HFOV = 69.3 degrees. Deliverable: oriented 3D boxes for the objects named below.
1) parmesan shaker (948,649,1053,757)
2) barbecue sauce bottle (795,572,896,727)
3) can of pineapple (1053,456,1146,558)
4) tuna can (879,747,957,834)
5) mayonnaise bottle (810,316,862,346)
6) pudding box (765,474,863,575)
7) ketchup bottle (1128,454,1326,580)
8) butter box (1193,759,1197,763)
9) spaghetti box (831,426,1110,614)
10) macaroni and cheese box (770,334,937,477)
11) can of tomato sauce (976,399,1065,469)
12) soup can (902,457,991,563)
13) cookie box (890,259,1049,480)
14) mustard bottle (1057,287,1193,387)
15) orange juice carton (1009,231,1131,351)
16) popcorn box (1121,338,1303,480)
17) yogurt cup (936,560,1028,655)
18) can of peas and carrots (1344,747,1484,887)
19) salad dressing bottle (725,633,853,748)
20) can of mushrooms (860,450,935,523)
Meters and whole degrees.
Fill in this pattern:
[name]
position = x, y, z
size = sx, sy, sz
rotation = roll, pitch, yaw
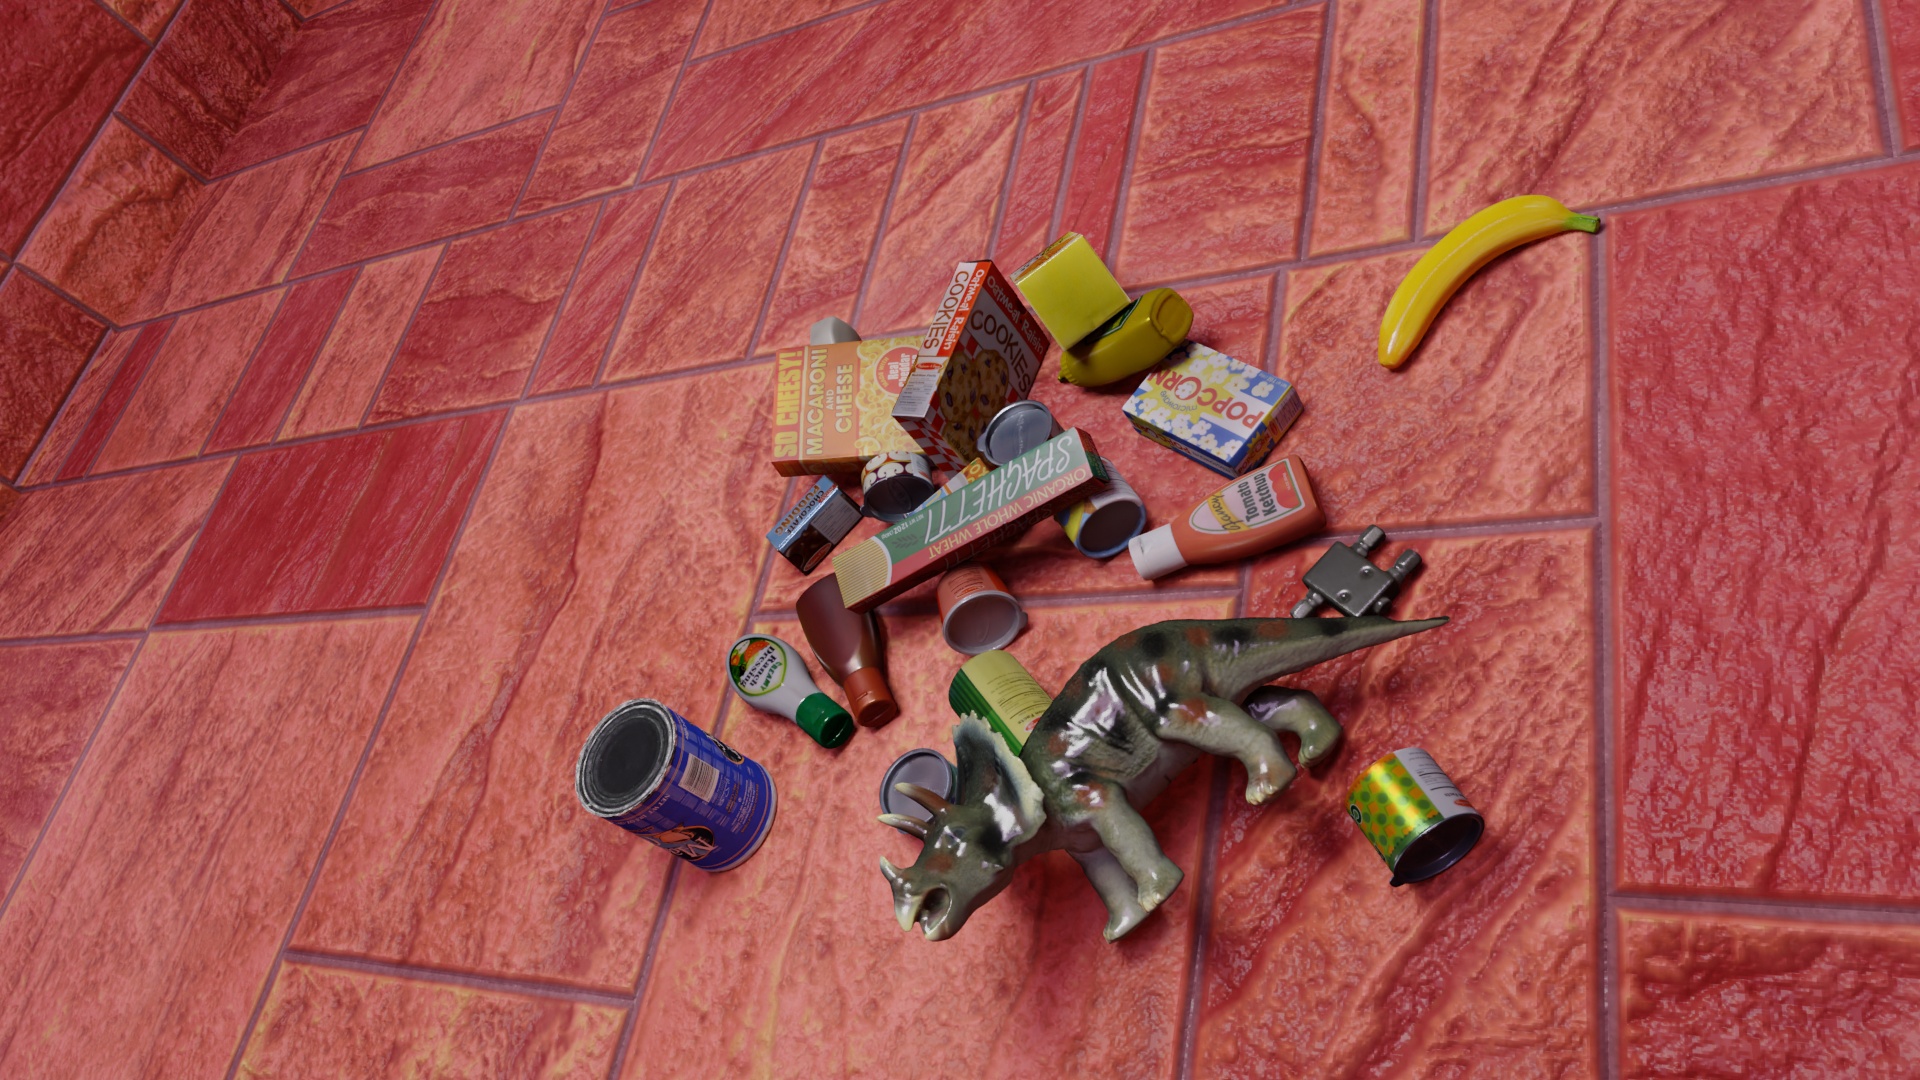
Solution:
[parmesan shaker]
position = 0.045, 0.140, 1.075
size = 0.071, 0.071, 0.103
rotation = -44, 46, 1
[barbecue sauce bottle]
position = -0.096, 0.096, 1.211
size = 0.065, 0.043, 0.149
rotation = -35, 48, 9
[can of pineapple]
position = 0.111, -0.026, 1.143
size = 0.071, 0.071, 0.058
rotation = -38, 47, 6
[tuna can]
position = -0.029, 0.203, 1.100
size = 0.071, 0.032, 0.071
rotation = -17, 52, 24
[mayonnaise bottle]
position = -0.123, -0.149, 1.385
size = 0.041, 0.064, 0.149
rotation = -18, 55, 25
[pudding box]
position = -0.137, -0.015, 1.309
size = 0.084, 0.049, 0.030
rotation = -47, 45, -2
[ketchup bottle]
position = 0.206, -0.011, 1.085
size = 0.148, 0.043, 0.065
rotation = -24, 50, 19
[butter box]
position = 0.158, 0.116, 1.043
size = 0.053, 0.024, 0.104
rotation = -4, 58, 32
[spaghetti box]
position = 0.004, -0.014, 1.141
size = 0.249, 0.028, 0.050
rotation = -28, 65, 21
[macaroni and cheese box]
position = -0.092, -0.127, 1.314
size = 0.166, 0.040, 0.124
rotation = -4, 68, 9
[can of tomato sauce]
position = 0.065, -0.070, 1.190
size = 0.071, 0.083, 0.071
rotation = -17, 52, 24
[soup can]
position = 0.003, -0.023, 1.207
size = 0.084, 0.071, 0.071
rotation = -40, 47, 3
[cookie box]
position = 0.013, -0.148, 1.250
size = 0.040, 0.122, 0.168
rotation = 7, 65, 35
[mustard bottle]
position = 0.132, -0.167, 1.214
size = 0.159, 0.048, 0.065
rotation = -23, 26, 51
[orange juice carton]
position = 0.095, -0.229, 1.253
size = 0.072, 0.073, 0.193
rotation = -36, 11, 8
[popcorn box]
position = 0.208, -0.109, 1.153
size = 0.085, 0.038, 0.127
rotation = -51, 47, -6
[yogurt cup]
position = 0.012, 0.054, 1.155
size = 0.072, 0.072, 0.054
rotation = -35, 39, 9
[can of peas and carrots]
position = 0.287, 0.177, 0.888
size = 0.071, 0.070, 0.059
rotation = -37, 46, 7
[salad dressing bottle]
position = -0.150, 0.133, 1.222
size = 0.148, 0.044, 0.064
rotation = 31, 79, 42
[can of mushrooms]
position = -0.059, -0.048, 1.268
size = 0.071, 0.071, 0.033
rotation = -25, 49, 18
